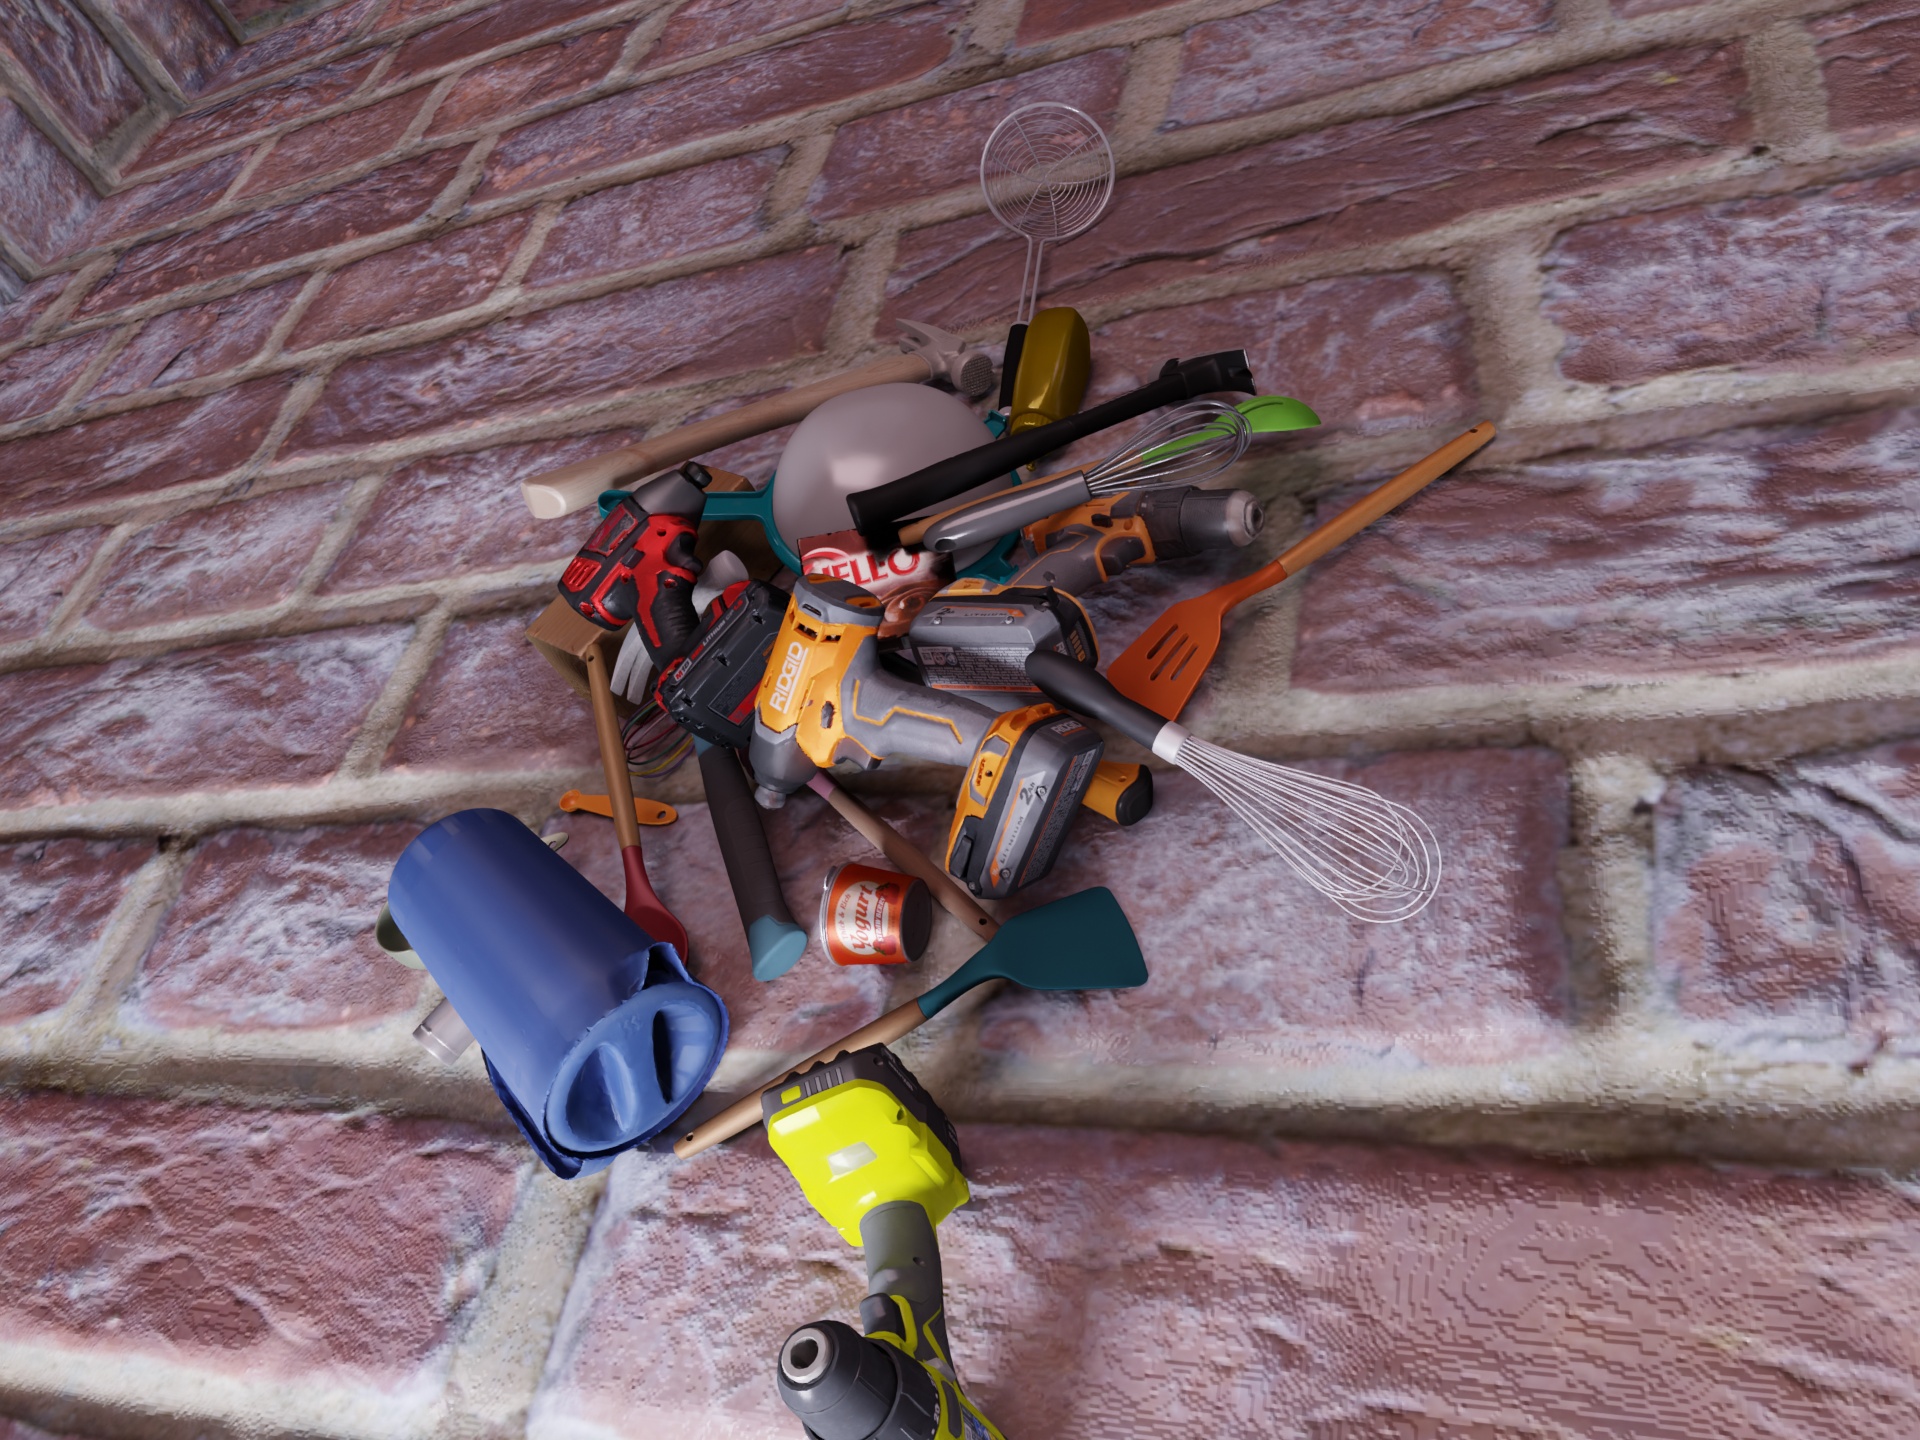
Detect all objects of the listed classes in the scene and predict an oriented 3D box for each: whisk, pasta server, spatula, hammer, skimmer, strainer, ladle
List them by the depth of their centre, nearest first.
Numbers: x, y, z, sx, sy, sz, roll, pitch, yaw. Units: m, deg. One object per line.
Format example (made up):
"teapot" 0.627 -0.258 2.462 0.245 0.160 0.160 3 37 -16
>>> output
"whisk" 0.153 0.030 0.946 0.285 0.070 0.070 31 70 24
"spatula" -0.039 0.197 0.984 0.317 0.044 0.082 -31 43 8
"whisk" 0.085 -0.163 1.097 0.239 0.055 0.055 -19 45 10
"spatula" 0.243 -0.111 1.102 0.322 0.041 0.081 -34 42 -7
"pasta server" -0.068 0.070 1.114 0.060 0.040 0.316 -43 48 -11
"hammer" -0.002 -0.004 1.120 0.127 0.034 0.337 -35 43 -27
"hammer" -0.171 0.033 1.141 0.128 0.033 0.331 -33 56 16
"ladle" -0.246 0.072 1.159 0.069 0.031 0.316 -24 59 12
"hammer" 0.066 -0.208 1.172 0.335 0.035 0.146 -25 16 -20
"strainer" -0.118 -0.197 1.243 0.340 0.095 0.211 -1 51 -2
"whisk" -0.185 -0.047 1.273 0.245 0.051 0.047 -45 39 -18
"hammer" -0.180 -0.260 1.365 0.410 0.038 0.146 -24 37 -22
"skimmer" 0.066 -0.411 1.422 0.127 0.090 0.364 10 54 -2

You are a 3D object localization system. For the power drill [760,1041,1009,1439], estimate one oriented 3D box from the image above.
"power drill" -0.042 0.280 0.793 0.080 0.190 0.229 -25 39 8

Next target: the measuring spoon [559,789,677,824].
"measuring spoon" -0.265 0.070 1.238 0.117 0.011 0.021 6 55 29

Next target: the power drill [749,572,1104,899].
"power drill" -0.037 0.023 1.031 0.227 0.084 0.164 30 110 21

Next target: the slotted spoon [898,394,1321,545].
"slotted spoon" 0.105 -0.180 1.140 0.314 0.031 0.070 -18 17 -1

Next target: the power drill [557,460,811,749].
"power drill" -0.194 -0.092 1.145 0.143 0.078 0.220 -49 51 4

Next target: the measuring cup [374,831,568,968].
"measuring cup" -0.365 0.134 1.216 0.167 0.038 0.083 -27 43 3

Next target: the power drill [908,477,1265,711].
"power drill" 0.092 -0.097 1.101 0.185 0.084 0.226 2 36 37
